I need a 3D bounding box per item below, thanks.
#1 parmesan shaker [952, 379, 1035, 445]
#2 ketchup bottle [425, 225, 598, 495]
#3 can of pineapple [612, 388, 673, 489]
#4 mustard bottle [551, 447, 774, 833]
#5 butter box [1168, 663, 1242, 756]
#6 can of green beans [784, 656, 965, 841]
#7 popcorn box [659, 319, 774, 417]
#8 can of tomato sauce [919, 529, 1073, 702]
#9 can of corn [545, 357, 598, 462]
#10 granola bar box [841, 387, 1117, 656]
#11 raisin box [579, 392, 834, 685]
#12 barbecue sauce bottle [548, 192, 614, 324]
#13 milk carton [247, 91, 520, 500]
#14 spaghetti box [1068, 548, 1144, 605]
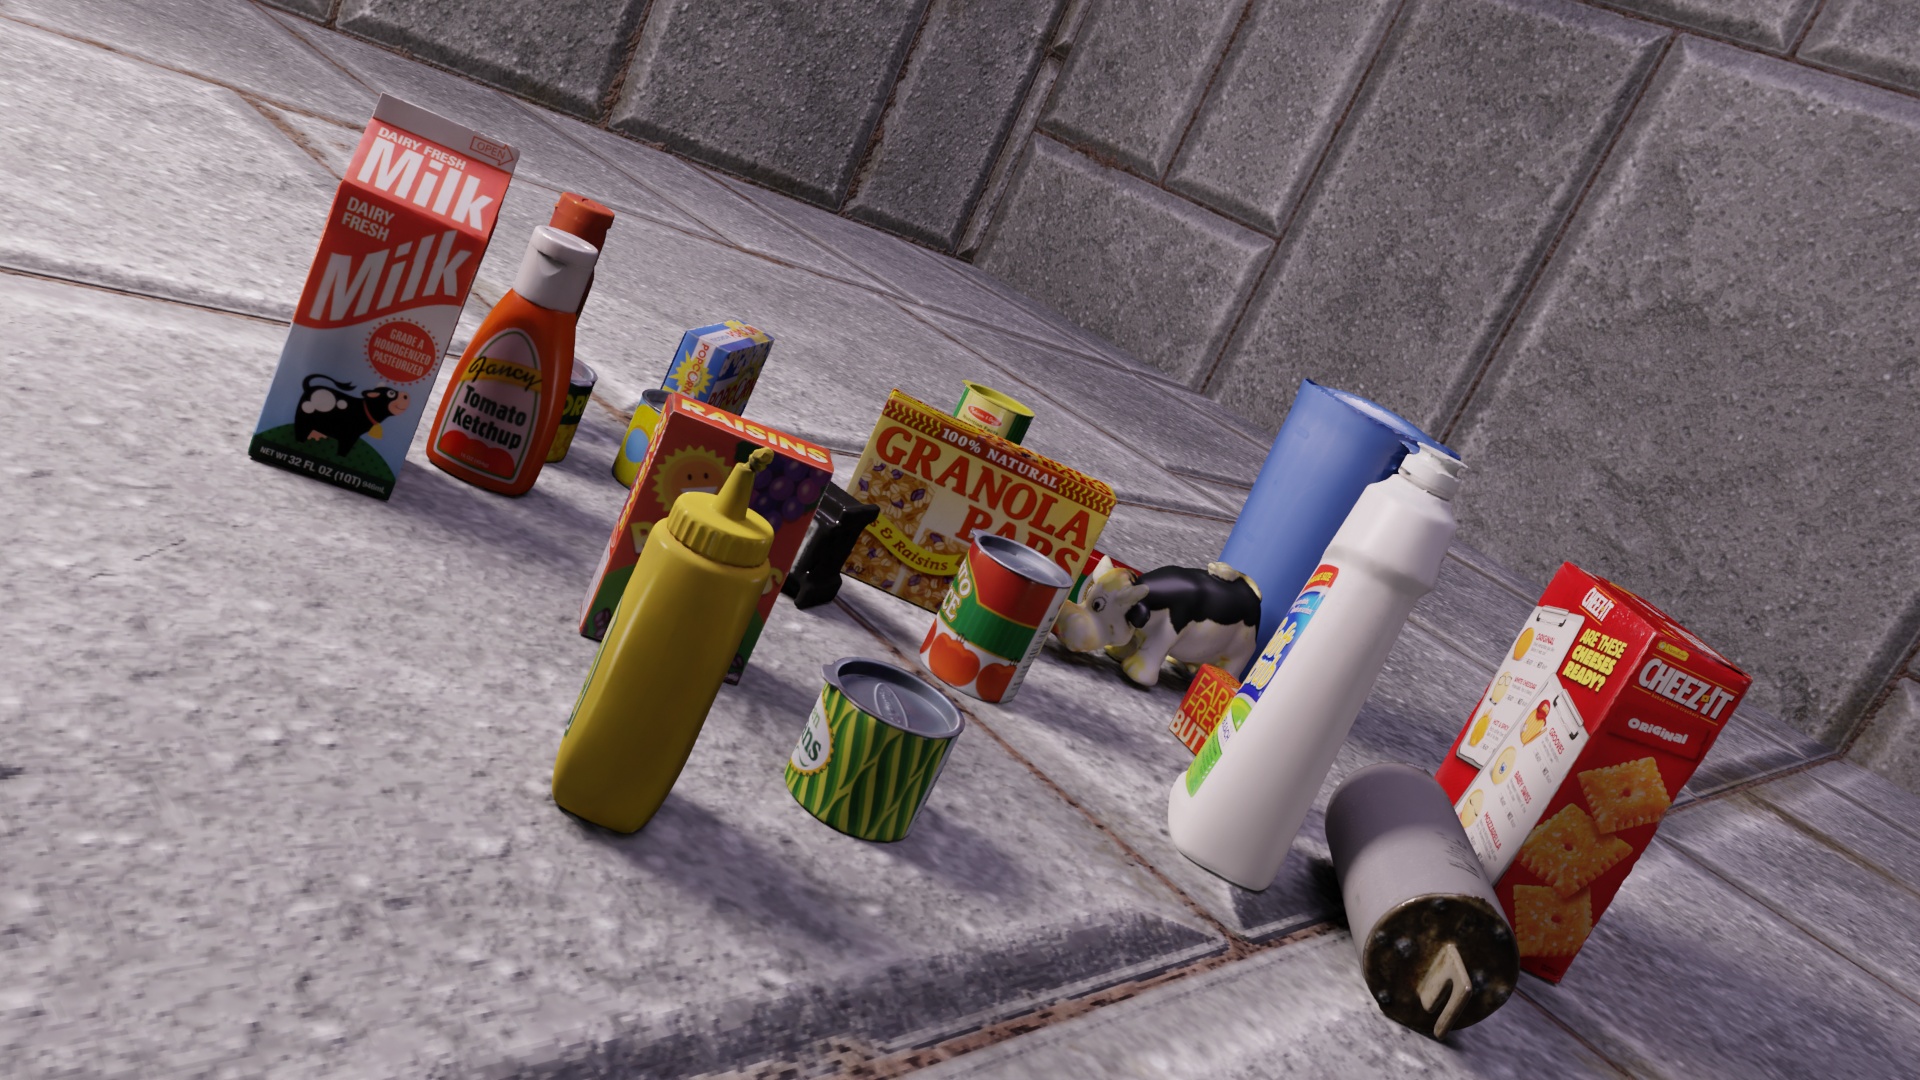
[{"bbox_3d":[0.012,-0.080,1.222,0.071,0.102,0.071,24,15,-7],"label":"parmesan shaker"},{"bbox_3d":[-0.248,-0.103,0.787,0.065,0.148,0.044,24,14,-5],"label":"ketchup bottle"},{"bbox_3d":[-0.187,-0.059,0.914,0.071,0.057,0.071,24,15,-7],"label":"can of pineapple"},{"bbox_3d":[-0.108,0.033,0.534,0.049,0.159,0.065,24,14,-8],"label":"mustard bottle"},{"bbox_3d":[0.178,0.127,0.889,0.024,0.053,0.104,16,17,-33],"label":"butter box"},{"bbox_3d":[-0.040,0.095,0.634,0.071,0.057,0.071,24,15,-7],"label":"can of green beans"},{"bbox_3d":[-0.191,-0.121,1.065,0.038,0.085,0.127,26,15,2],"label":"popcorn box"},{"bbox_3d":[0.019,0.046,0.846,0.071,0.083,0.071,24,15,-7],"label":"can of tomato sauce"},{"bbox_3d":[-0.269,-0.088,0.877,0.071,0.058,0.071,24,15,-7],"label":"can of corn"},{"bbox_3d":[0.003,-0.012,0.936,0.165,0.124,0.039,24,14,-6],"label":"granola bar box"},{"bbox_3d":[-0.126,0.000,0.688,0.086,0.123,0.040,21,15,-17],"label":"raisin box"},{"bbox_3d":[-0.275,-0.157,0.927,0.044,0.148,0.065,20,16,-22],"label":"barbecue sauce bottle"},{"bbox_3d":[-0.292,-0.126,0.711,0.072,0.190,0.074,20,15,-21],"label":"milk carton"},{"bbox_3d":[0.034,0.002,1.083,0.250,0.050,0.029,26,14,1],"label":"spaghetti box"}]
